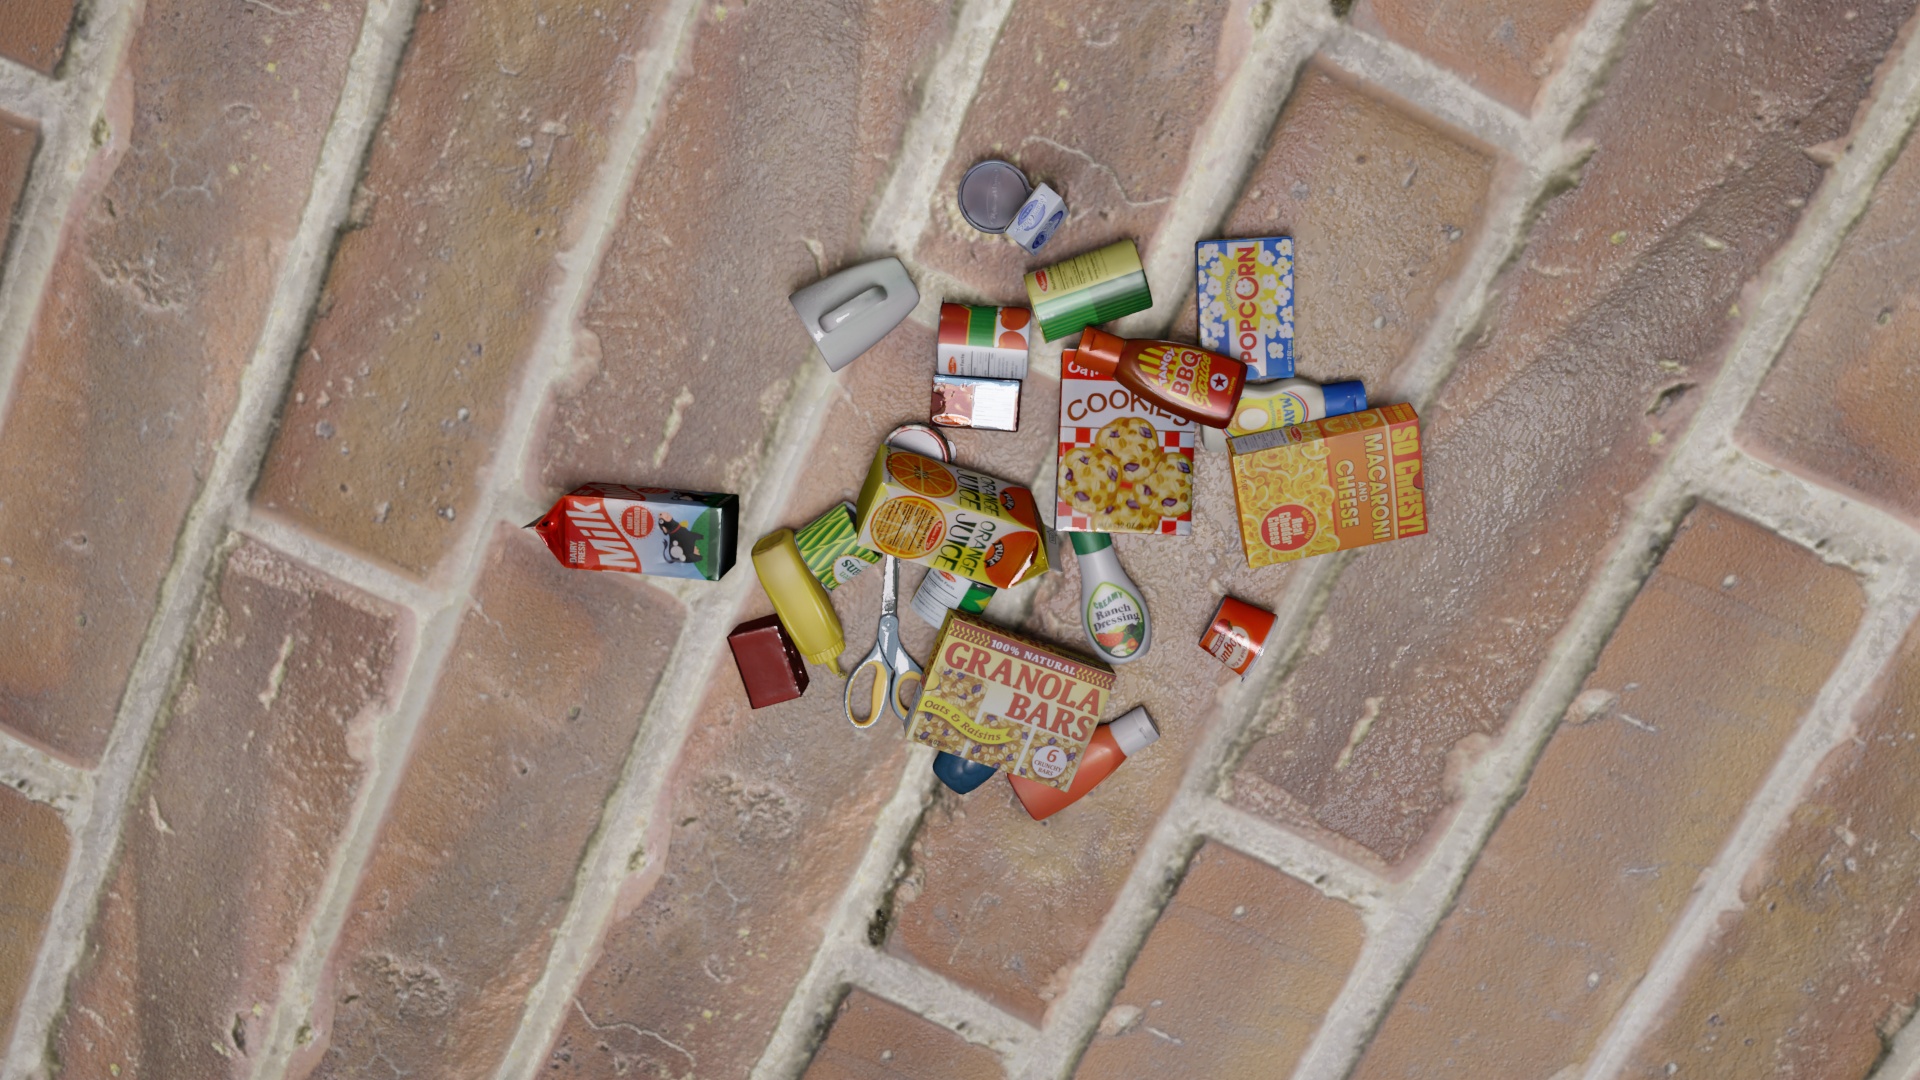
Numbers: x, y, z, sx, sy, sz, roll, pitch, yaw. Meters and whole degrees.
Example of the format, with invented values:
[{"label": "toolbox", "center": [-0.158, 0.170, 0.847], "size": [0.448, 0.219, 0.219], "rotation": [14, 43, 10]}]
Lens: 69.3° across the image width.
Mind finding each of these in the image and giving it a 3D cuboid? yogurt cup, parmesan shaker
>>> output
[{"label": "yogurt cup", "center": [0.260, 0.088, 1.307], "size": [0.054, 0.072, 0.072], "rotation": [28, 102, 7]}, {"label": "parmesan shaker", "center": [0.116, -0.223, 1.253], "size": [0.103, 0.071, 0.071], "rotation": [-17, 100, 7]}]

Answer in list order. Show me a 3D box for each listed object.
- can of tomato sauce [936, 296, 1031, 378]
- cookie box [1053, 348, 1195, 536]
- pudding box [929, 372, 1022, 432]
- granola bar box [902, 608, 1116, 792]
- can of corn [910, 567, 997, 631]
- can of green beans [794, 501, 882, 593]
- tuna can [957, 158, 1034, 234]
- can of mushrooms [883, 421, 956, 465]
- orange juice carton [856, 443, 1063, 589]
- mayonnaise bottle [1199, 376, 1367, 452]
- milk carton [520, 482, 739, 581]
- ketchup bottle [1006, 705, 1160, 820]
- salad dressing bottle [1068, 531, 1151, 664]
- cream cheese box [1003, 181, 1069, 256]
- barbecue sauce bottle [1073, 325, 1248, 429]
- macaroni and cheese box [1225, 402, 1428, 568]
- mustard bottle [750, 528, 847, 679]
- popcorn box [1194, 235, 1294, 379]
[{"label": "can of tomato sauce", "center": [0.022, -0.185, 1.270], "size": [0.083, 0.071, 0.071], "rotation": [4, 102, 3]}, {"label": "cookie box", "center": [0.150, -0.089, 1.273], "size": [0.123, 0.040, 0.167], "rotation": [2, 88, 0]}, {"label": "pudding box", "center": [0.015, -0.129, 1.299], "size": [0.084, 0.030, 0.049], "rotation": [4, 103, 4]}, {"label": "granola bar box", "center": [0.045, 0.149, 1.290], "size": [0.165, 0.039, 0.124], "rotation": [20, 100, -9]}, {"label": "can of corn", "center": [-0.005, 0.051, 1.320], "size": [0.071, 0.071, 0.058], "rotation": [30, 103, -2]}, {"label": "can of green beans", "center": [-0.115, 0.005, 1.317], "size": [0.058, 0.071, 0.071], "rotation": [-32, 97, 9]}, {"label": "tuna can", "center": [0.034, -0.311, 1.260], "size": [0.071, 0.033, 0.071], "rotation": [1, 101, 4]}, {"label": "can of mushrooms", "center": [-0.040, -0.079, 1.311], "size": [0.071, 0.033, 0.071], "rotation": [1, 101, 5]}, {"label": "orange juice carton", "center": [0.005, -0.016, 1.279], "size": [0.193, 0.072, 0.072], "rotation": [17, 121, -15]}, {"label": "mayonnaise bottle", "center": [0.294, -0.120, 1.274], "size": [0.148, 0.041, 0.064], "rotation": [-7, 108, 6]}, {"label": "milk carton", "center": [-0.314, -0.011, 1.325], "size": [0.191, 0.072, 0.073], "rotation": [5, 102, 3]}, {"label": "ketchup bottle", "center": [0.122, 0.212, 1.351], "size": [0.148, 0.043, 0.064], "rotation": [-31, 98, 9]}, {"label": "salad dressing bottle", "center": [0.137, 0.042, 1.316], "size": [0.064, 0.044, 0.147], "rotation": [-17, 97, 7]}, {"label": "cream cheese box", "center": [0.069, -0.283, 1.228], "size": [0.024, 0.104, 0.053], "rotation": [39, 100, 3]}, {"label": "barbecue sauce bottle", "center": [0.175, -0.150, 1.231], "size": [0.148, 0.043, 0.065], "rotation": [19, 78, 1]}, {"label": "macaroni and cheese box", "center": [0.336, -0.048, 1.268], "size": [0.166, 0.040, 0.123], "rotation": [-12, 120, 7]}, {"label": "mustard bottle", "center": [-0.148, 0.069, 1.335], "size": [0.049, 0.065, 0.160], "rotation": [-23, 106, 6]}, {"label": "popcorn box", "center": [0.258, -0.211, 1.261], "size": [0.085, 0.038, 0.126], "rotation": [-3, 101, 4]}]
